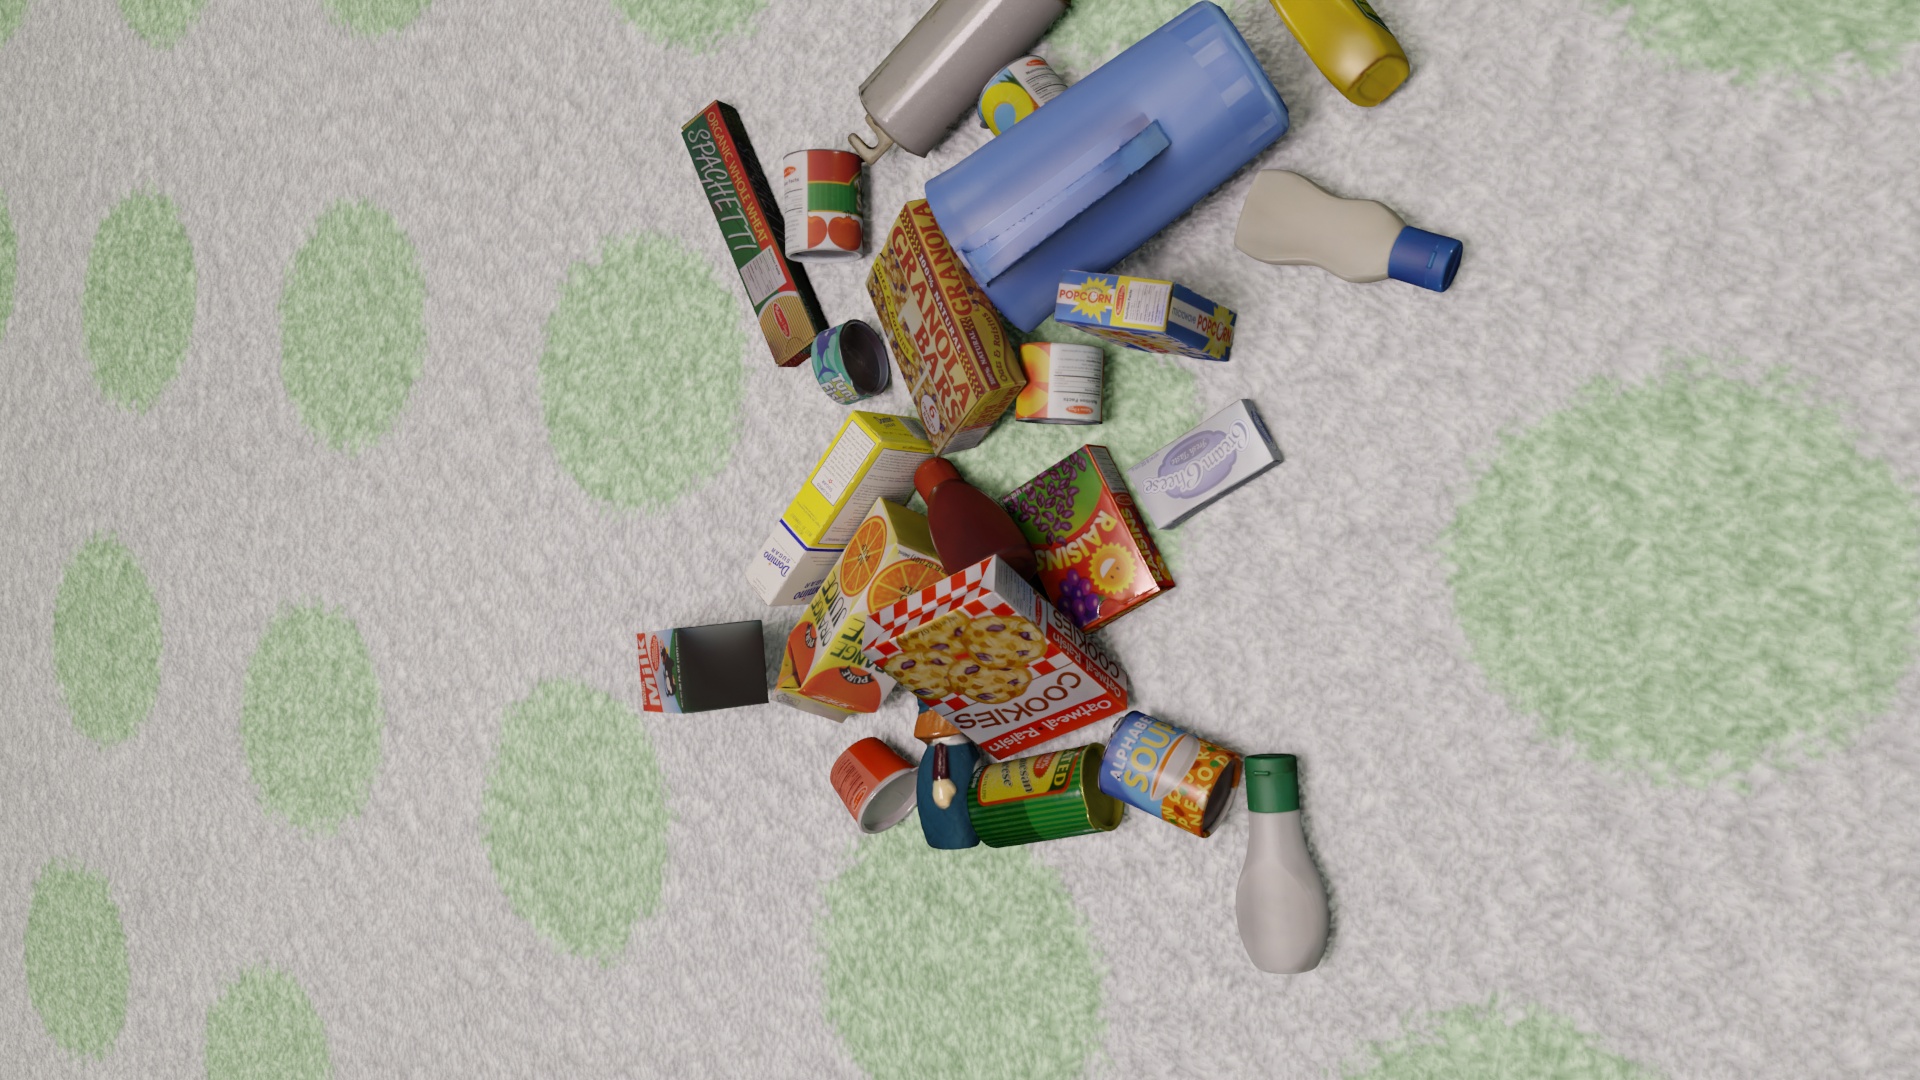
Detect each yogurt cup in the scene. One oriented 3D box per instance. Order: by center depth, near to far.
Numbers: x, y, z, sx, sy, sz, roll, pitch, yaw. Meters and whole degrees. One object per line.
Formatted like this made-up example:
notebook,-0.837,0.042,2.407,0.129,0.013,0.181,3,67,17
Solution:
yogurt cup,-0.071,0.199,1.144,0.054,0.072,0.072,41,111,33

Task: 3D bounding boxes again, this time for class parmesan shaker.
parmesan shaker,0.063,0.197,1.056,0.103,0.071,0.071,-17,82,30

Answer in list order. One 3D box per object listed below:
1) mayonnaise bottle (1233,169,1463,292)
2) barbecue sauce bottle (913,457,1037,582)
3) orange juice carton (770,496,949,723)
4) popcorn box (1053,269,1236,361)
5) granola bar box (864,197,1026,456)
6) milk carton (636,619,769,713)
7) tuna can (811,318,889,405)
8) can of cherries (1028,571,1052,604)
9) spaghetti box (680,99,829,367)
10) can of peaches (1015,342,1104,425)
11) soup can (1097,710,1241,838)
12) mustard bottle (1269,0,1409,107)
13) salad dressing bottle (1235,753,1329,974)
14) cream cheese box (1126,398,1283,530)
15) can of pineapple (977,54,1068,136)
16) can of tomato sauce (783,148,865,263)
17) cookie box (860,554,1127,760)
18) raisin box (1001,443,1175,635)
mayonnaise bottle,0.265,-0.207,0.951,0.148,0.041,0.064,25,105,28
barbecue sauce bottle,0.004,-0.013,1.073,0.065,0.043,0.149,-28,40,-4
orange juice carton,-0.078,0.069,1.127,0.192,0.072,0.073,-56,30,19
popcorn box,0.132,-0.158,0.981,0.085,0.127,0.038,12,94,31
granola bar box,-0.016,-0.165,1.085,0.166,0.039,0.123,68,155,13
milk carton,-0.233,0.110,1.210,0.190,0.073,0.072,-14,82,63
tuna can,-0.091,-0.145,1.151,0.032,0.071,0.071,-16,82,32
can of cherries,0.040,0.059,1.076,0.058,0.071,0.071,-25,78,28
spaghetti box,-0.181,-0.272,1.228,0.050,0.029,0.250,-30,75,28
can of peaches,0.074,-0.118,1.053,0.071,0.071,0.058,4,93,31
soup can,0.151,0.167,1.004,0.084,0.071,0.071,21,101,29
mustard bottle,0.244,-0.369,0.950,0.048,0.065,0.160,-40,67,30
salad dressing bottle,0.224,0.225,0.977,0.064,0.044,0.147,-5,86,33
cream cheese box,0.178,-0.055,1.013,0.103,0.024,0.053,-33,75,27
can of pineapple,0.055,-0.325,1.063,0.070,0.071,0.058,-44,69,24
can of tomato sauce,-0.113,-0.279,1.166,0.071,0.071,0.083,-1,91,31
cookie box,0.028,0.091,1.031,0.122,0.167,0.040,-27,39,29
raisin box,0.097,0.001,1.054,0.086,0.040,0.123,-32,75,27
